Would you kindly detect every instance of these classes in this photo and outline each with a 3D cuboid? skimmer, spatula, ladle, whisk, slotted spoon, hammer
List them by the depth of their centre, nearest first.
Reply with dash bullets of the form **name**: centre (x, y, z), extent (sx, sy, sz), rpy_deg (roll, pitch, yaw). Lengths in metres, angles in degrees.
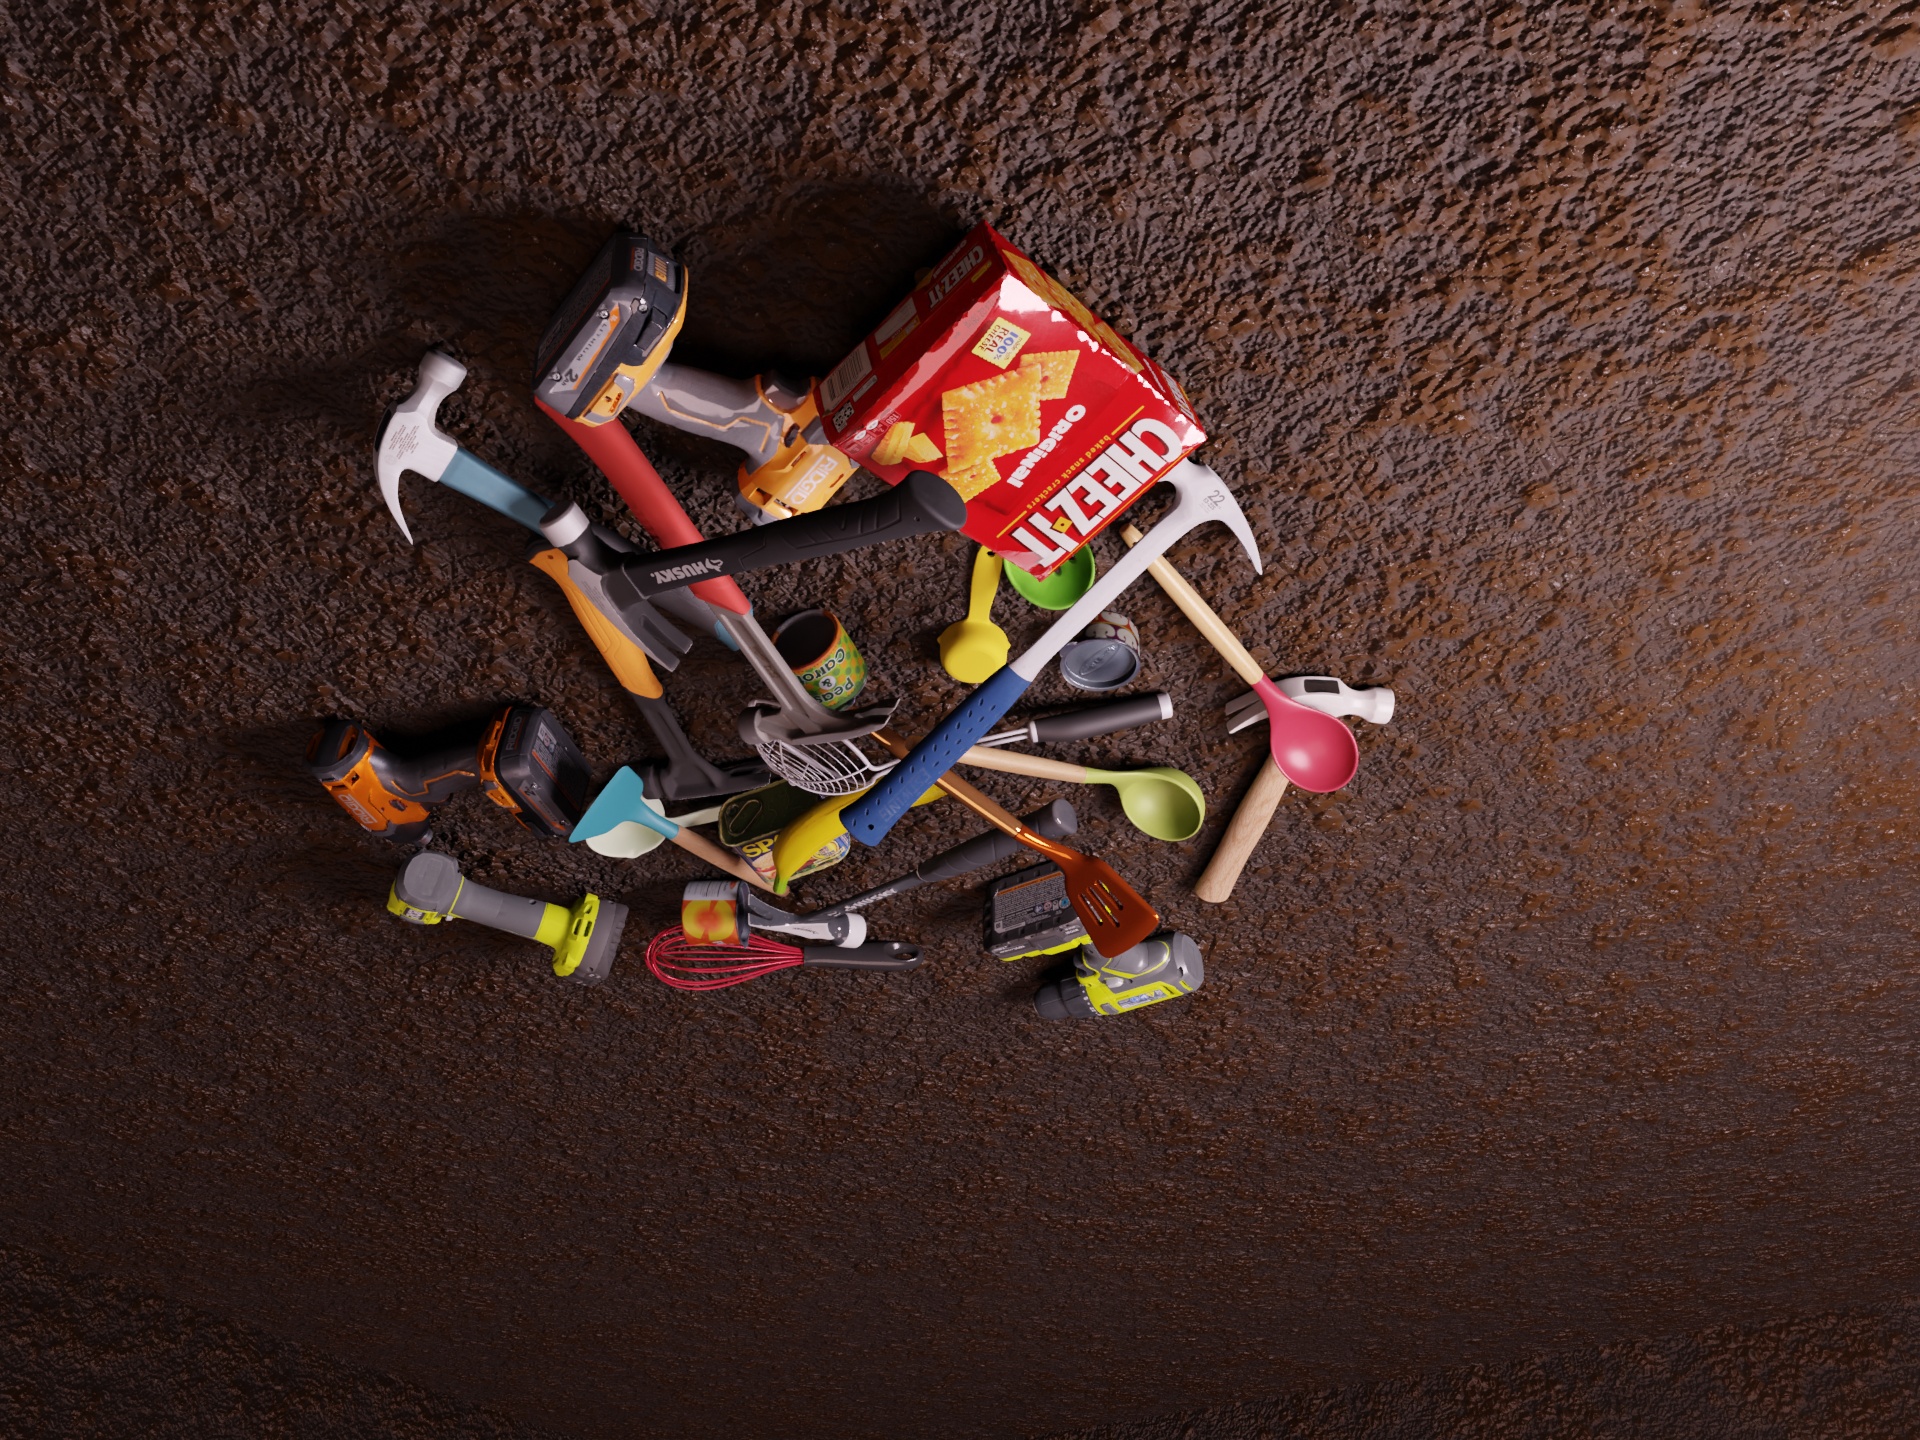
- **hammer**: centre (-0.138, -0.116, 1.104), extent (0.335, 0.035, 0.146), rpy_deg (-8, 129, 35)
- **slotted spoon**: centre (0.029, -0.197, 1.152), extent (0.070, 0.031, 0.313), rpy_deg (-12, 137, 16)
- **hammer**: centre (-0.190, -0.118, 1.187), extent (0.149, 0.037, 0.358), rpy_deg (-8, 130, 35)
- **hammer**: centre (-0.288, -0.141, 1.204), extent (0.330, 0.033, 0.128), rpy_deg (30, 100, -37)
- **hammer**: centre (0.058, -0.041, 1.235), extent (0.144, 0.035, 0.405), rpy_deg (34, 113, -31)
- **ladle**: centre (0.224, -0.050, 1.291), extent (0.069, 0.031, 0.315), rpy_deg (-33, 120, 22)
- **spatula**: centre (0.026, 0.085, 1.337), extent (0.322, 0.041, 0.081), rpy_deg (36, 134, -9)
- **hammer**: centre (-0.271, -0.043, 1.349), extent (0.127, 0.034, 0.336), rpy_deg (-7, 140, 13)
- **ladle**: centre (0.086, 0.055, 1.377), extent (0.320, 0.062, 0.078), rpy_deg (11, 150, -36)
- **skimmer**: centre (-0.002, -0.004, 1.386), extent (0.363, 0.090, 0.127), rpy_deg (-11, 154, 1)
- **hammer**: centre (0.276, 0.071, 1.465), extent (0.130, 0.031, 0.331), rpy_deg (7, 141, -7)
- **hammer**: centre (-0.043, 0.145, 1.494), extent (0.149, 0.036, 0.409), rpy_deg (15, 151, -38)
- **spatula**: centre (-0.251, 0.121, 1.502), extent (0.082, 0.044, 0.317), rpy_deg (-54, 142, -1)
- **whisk**: centre (-0.186, 0.252, 1.692), extent (0.295, 0.073, 0.073), rpy_deg (1, 141, -7)

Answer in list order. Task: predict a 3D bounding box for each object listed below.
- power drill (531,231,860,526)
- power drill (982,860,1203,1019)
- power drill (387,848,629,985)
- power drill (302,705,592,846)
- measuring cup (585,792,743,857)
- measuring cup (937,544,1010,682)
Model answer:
- **power drill**: centre (-0.148, -0.235, 1.073), extent (0.226, 0.084, 0.185), rpy_deg (26, 129, -32)
- **power drill**: centre (0.120, 0.240, 1.648), extent (0.190, 0.080, 0.228), rpy_deg (-21, 138, 26)
- **power drill**: centre (-0.463, 0.198, 1.612), extent (0.223, 0.080, 0.171), rpy_deg (21, 158, -17)
- **power drill**: centre (-0.460, 0.061, 1.455), extent (0.226, 0.084, 0.164), rpy_deg (-5, 143, 14)
- **measuring cup**: centre (-0.275, 0.084, 1.515), extent (0.167, 0.038, 0.083), rpy_deg (-12, 143, -9)
- **measuring cup**: centre (0.016, -0.085, 1.285), extent (0.062, 0.029, 0.156), rpy_deg (5, 143, -4)
